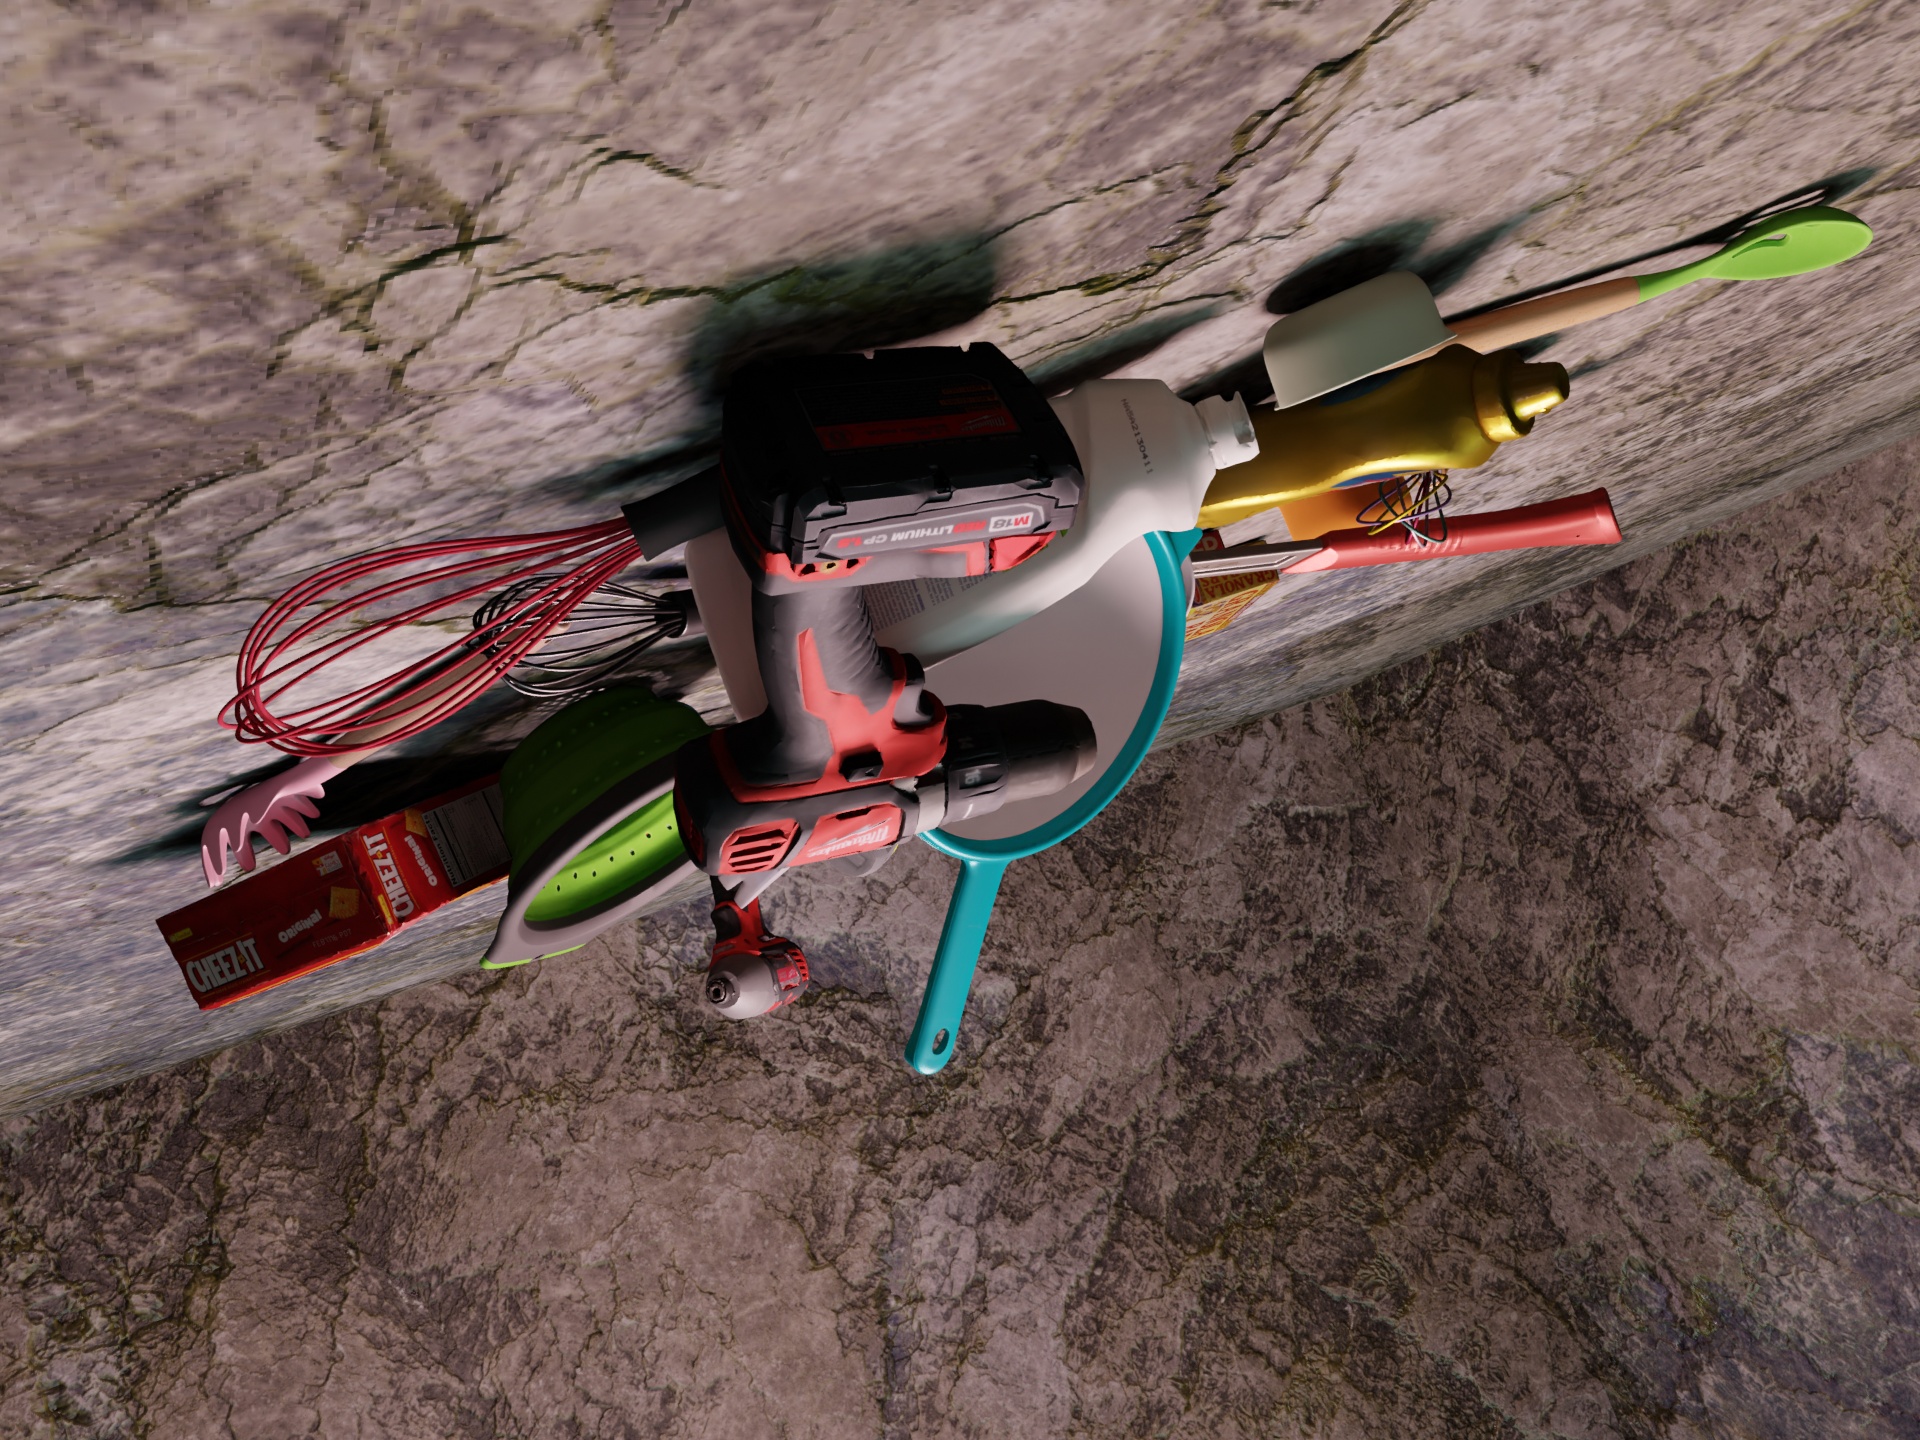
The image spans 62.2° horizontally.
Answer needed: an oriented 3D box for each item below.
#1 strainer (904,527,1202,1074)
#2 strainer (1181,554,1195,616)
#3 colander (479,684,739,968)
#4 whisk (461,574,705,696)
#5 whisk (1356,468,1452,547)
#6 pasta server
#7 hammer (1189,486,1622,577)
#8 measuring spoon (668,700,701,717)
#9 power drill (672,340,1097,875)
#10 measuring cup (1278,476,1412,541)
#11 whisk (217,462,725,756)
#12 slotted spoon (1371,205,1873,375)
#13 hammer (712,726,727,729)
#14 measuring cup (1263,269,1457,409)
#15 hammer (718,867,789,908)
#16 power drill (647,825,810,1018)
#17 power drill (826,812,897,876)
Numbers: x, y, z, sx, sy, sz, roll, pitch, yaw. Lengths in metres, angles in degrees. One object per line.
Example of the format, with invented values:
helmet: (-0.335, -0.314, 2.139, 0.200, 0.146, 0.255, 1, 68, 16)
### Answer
strainer: (0.000, 0.022, 0.868, 0.211, 0.340, 0.095, 2, -161, -42)
strainer: (0.144, -0.121, 0.913, 0.258, 0.087, 0.050, -39, 178, 37)
colander: (-0.154, -0.007, 0.952, 0.397, 0.094, 0.204, -41, 166, 16)
whisk: (-0.136, -0.052, 0.761, 0.055, 0.055, 0.239, -25, 176, 36)
whisk: (0.292, -0.152, 0.989, 0.245, 0.051, 0.047, -41, 156, -60)
pasta server: (-0.304, 0.016, 0.828, 0.316, 0.040, 0.060, -26, -177, 32)
hammer: (0.263, -0.112, 1.064, 0.359, 0.037, 0.149, -7, 160, -6)
measuring spoon: (-0.206, 0.001, 1.099, 0.042, 0.021, 0.128, -17, -178, -16)
power drill: (-0.016, -0.032, 0.628, 0.188, 0.080, 0.226, -9, 140, -21)
measuring cup: (0.279, -0.144, 1.160, 0.095, 0.052, 0.173, -21, 171, 6)
whisk: (-0.143, -0.063, 0.610, 0.296, 0.073, 0.073, -26, 174, -7)
slotted spoon: (0.329, -0.220, 0.832, 0.313, 0.031, 0.070, -17, 173, -8)
hammer: (-0.151, 0.041, 1.283, 0.130, 0.031, 0.331, -16, 169, 23)
measuring cup: (0.185, -0.181, 0.727, 0.083, 0.038, 0.167, -19, -169, 27)
hammer: (-0.048, 0.044, 1.346, 0.143, 0.038, 0.386, -41, 175, 35)
power drill: (-0.204, 0.145, 1.351, 0.078, 0.220, 0.143, -22, 173, 15)
power drill: (-0.002, -0.003, 1.072, 0.223, 0.080, 0.171, -45, -174, 46)
